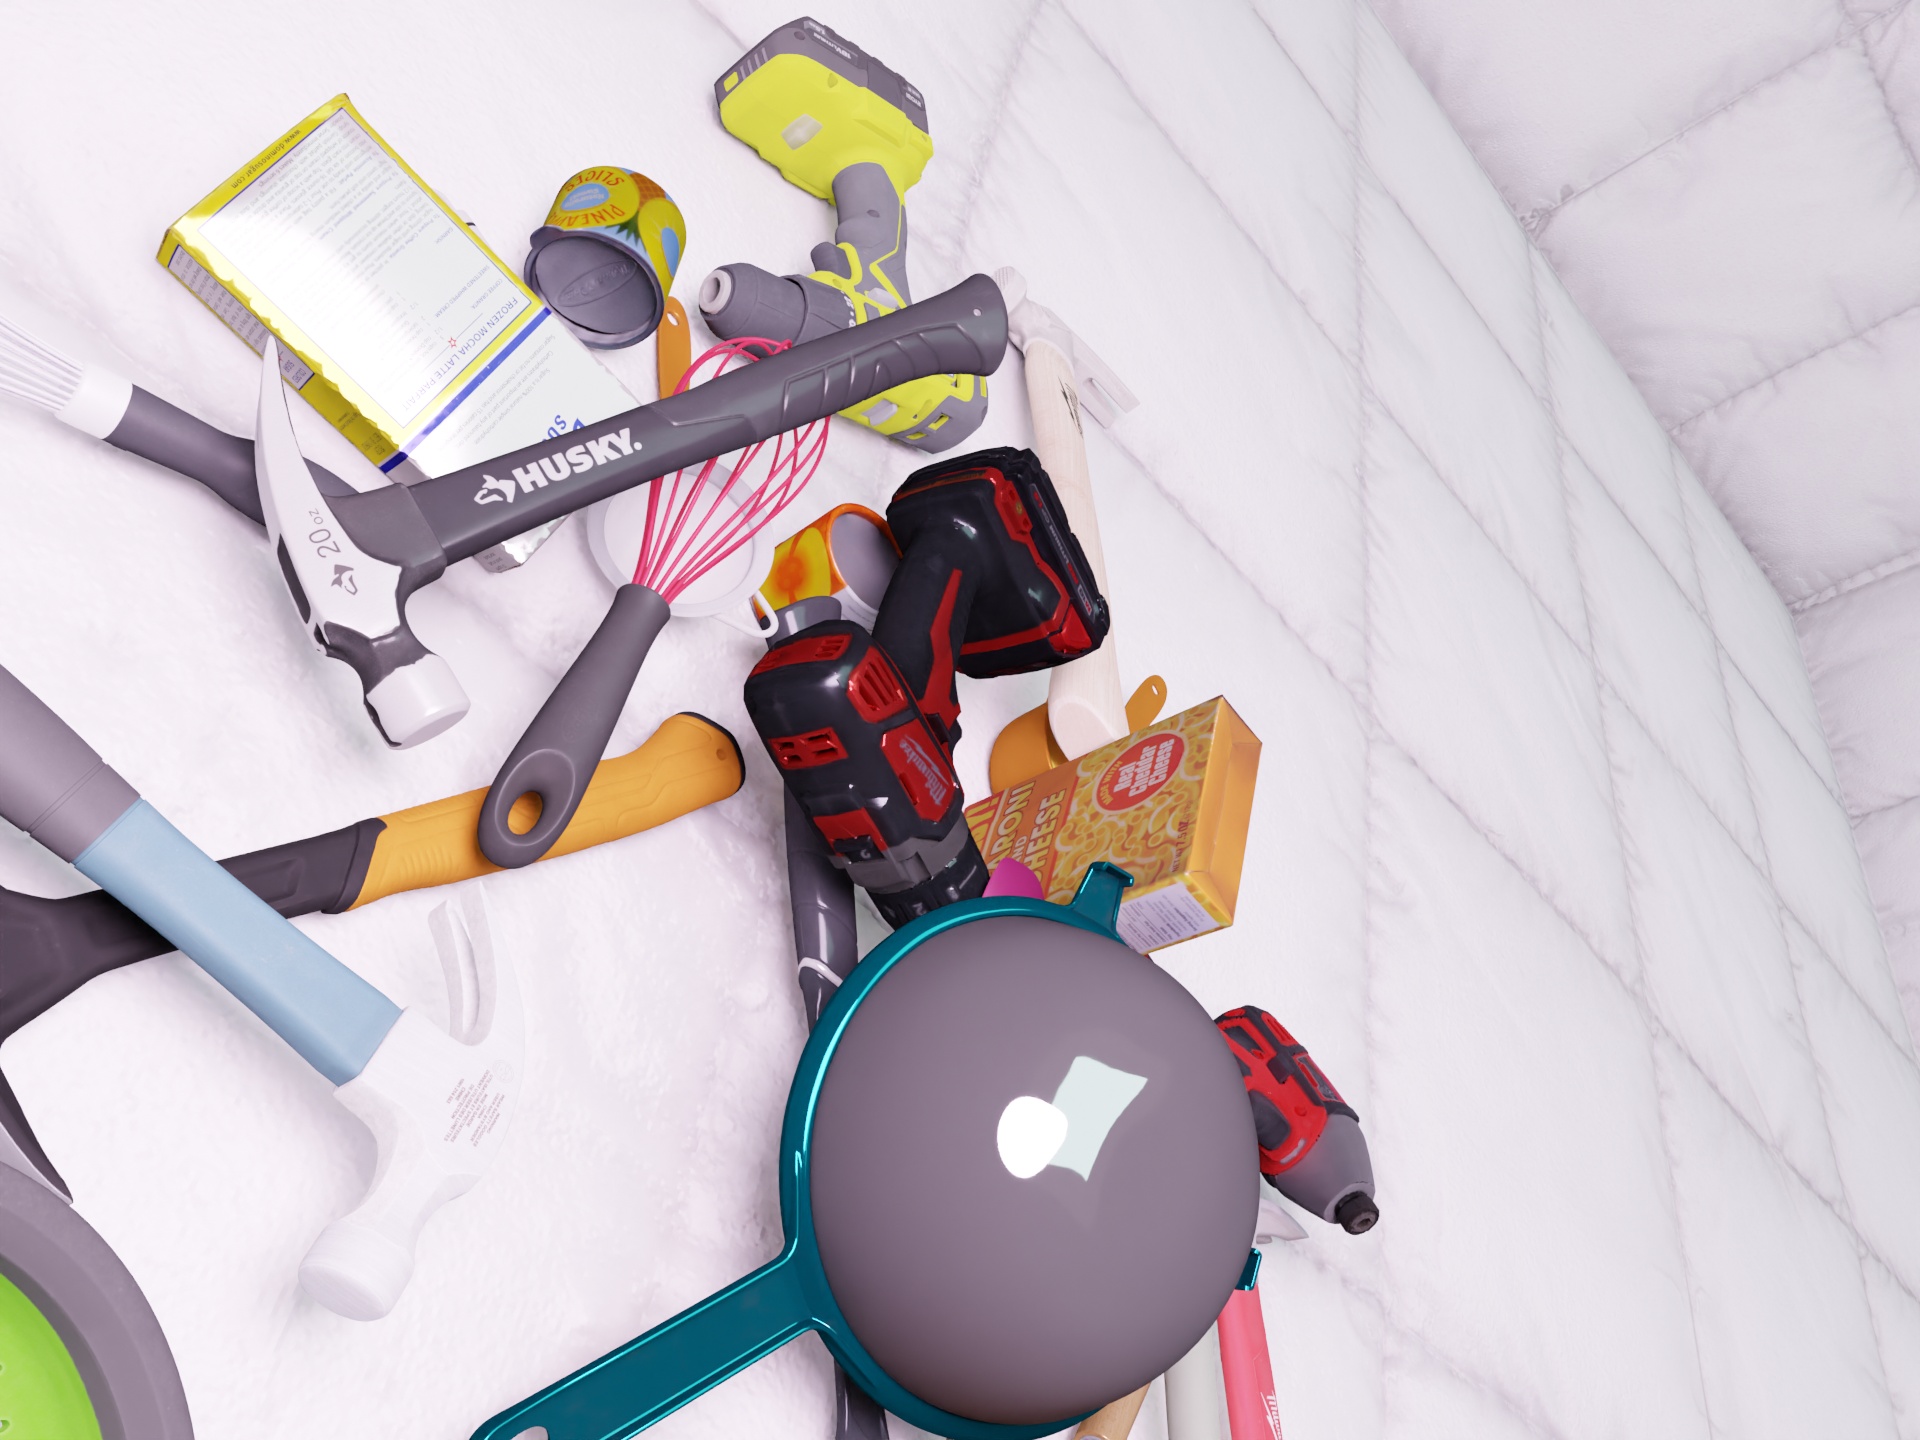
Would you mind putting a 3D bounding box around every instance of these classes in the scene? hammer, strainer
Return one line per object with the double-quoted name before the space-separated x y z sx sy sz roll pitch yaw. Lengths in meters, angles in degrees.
"hammer" 0.075 -0.122 0.979 0.146 0.038 0.411 37 34 -33
"hammer" 0.160 0.430 0.765 0.143 0.038 0.387 35 45 -54
"hammer" -0.109 -0.121 0.631 0.335 0.035 0.146 -30 87 -33
"strainer" -0.004 0.186 0.567 0.340 0.095 0.211 -19 91 -37
"hammer" -0.195 0.054 0.574 0.337 0.034 0.127 -17 81 -55
"hammer" -0.051 0.133 0.680 0.149 0.036 0.409 19 58 -47
"strainer" -0.169 -0.137 0.728 0.087 0.050 0.258 -36 92 -33
"hammer" -0.258 0.023 0.458 0.330 0.033 0.128 47 38 -18

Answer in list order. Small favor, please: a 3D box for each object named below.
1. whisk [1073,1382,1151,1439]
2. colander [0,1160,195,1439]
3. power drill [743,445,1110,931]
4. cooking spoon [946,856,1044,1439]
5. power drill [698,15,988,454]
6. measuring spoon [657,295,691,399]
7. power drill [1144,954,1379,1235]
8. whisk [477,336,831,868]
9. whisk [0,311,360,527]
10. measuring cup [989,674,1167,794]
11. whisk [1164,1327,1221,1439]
"whisk" 0.055 0.339 0.698 0.245 0.047 0.051 -40 118 -58
"colander" -0.235 0.241 0.372 0.396 0.094 0.205 56 31 -41
"power drill" -0.001 -0.002 0.731 0.187 0.080 0.227 62 34 -27
"cooking spoon" 0.011 0.212 0.646 0.068 0.017 0.319 34 57 -54
"power drill" -0.076 -0.278 0.909 0.190 0.080 0.229 15 59 -47
"measuring spoon" -0.148 -0.172 0.806 0.021 0.011 0.117 28 44 -40
"power drill" 0.130 0.188 0.826 0.219 0.078 0.143 33 15 -38
"whisk" -0.121 -0.062 0.653 0.073 0.073 0.296 42 49 -26
"whisk" -0.317 -0.121 0.522 0.284 0.070 0.070 29 47 -45
"measuring cup" 0.074 0.017 0.926 0.095 0.052 0.174 57 33 -7
"whisk" 0.110 0.373 0.716 0.059 0.058 0.247 10 64 -24
